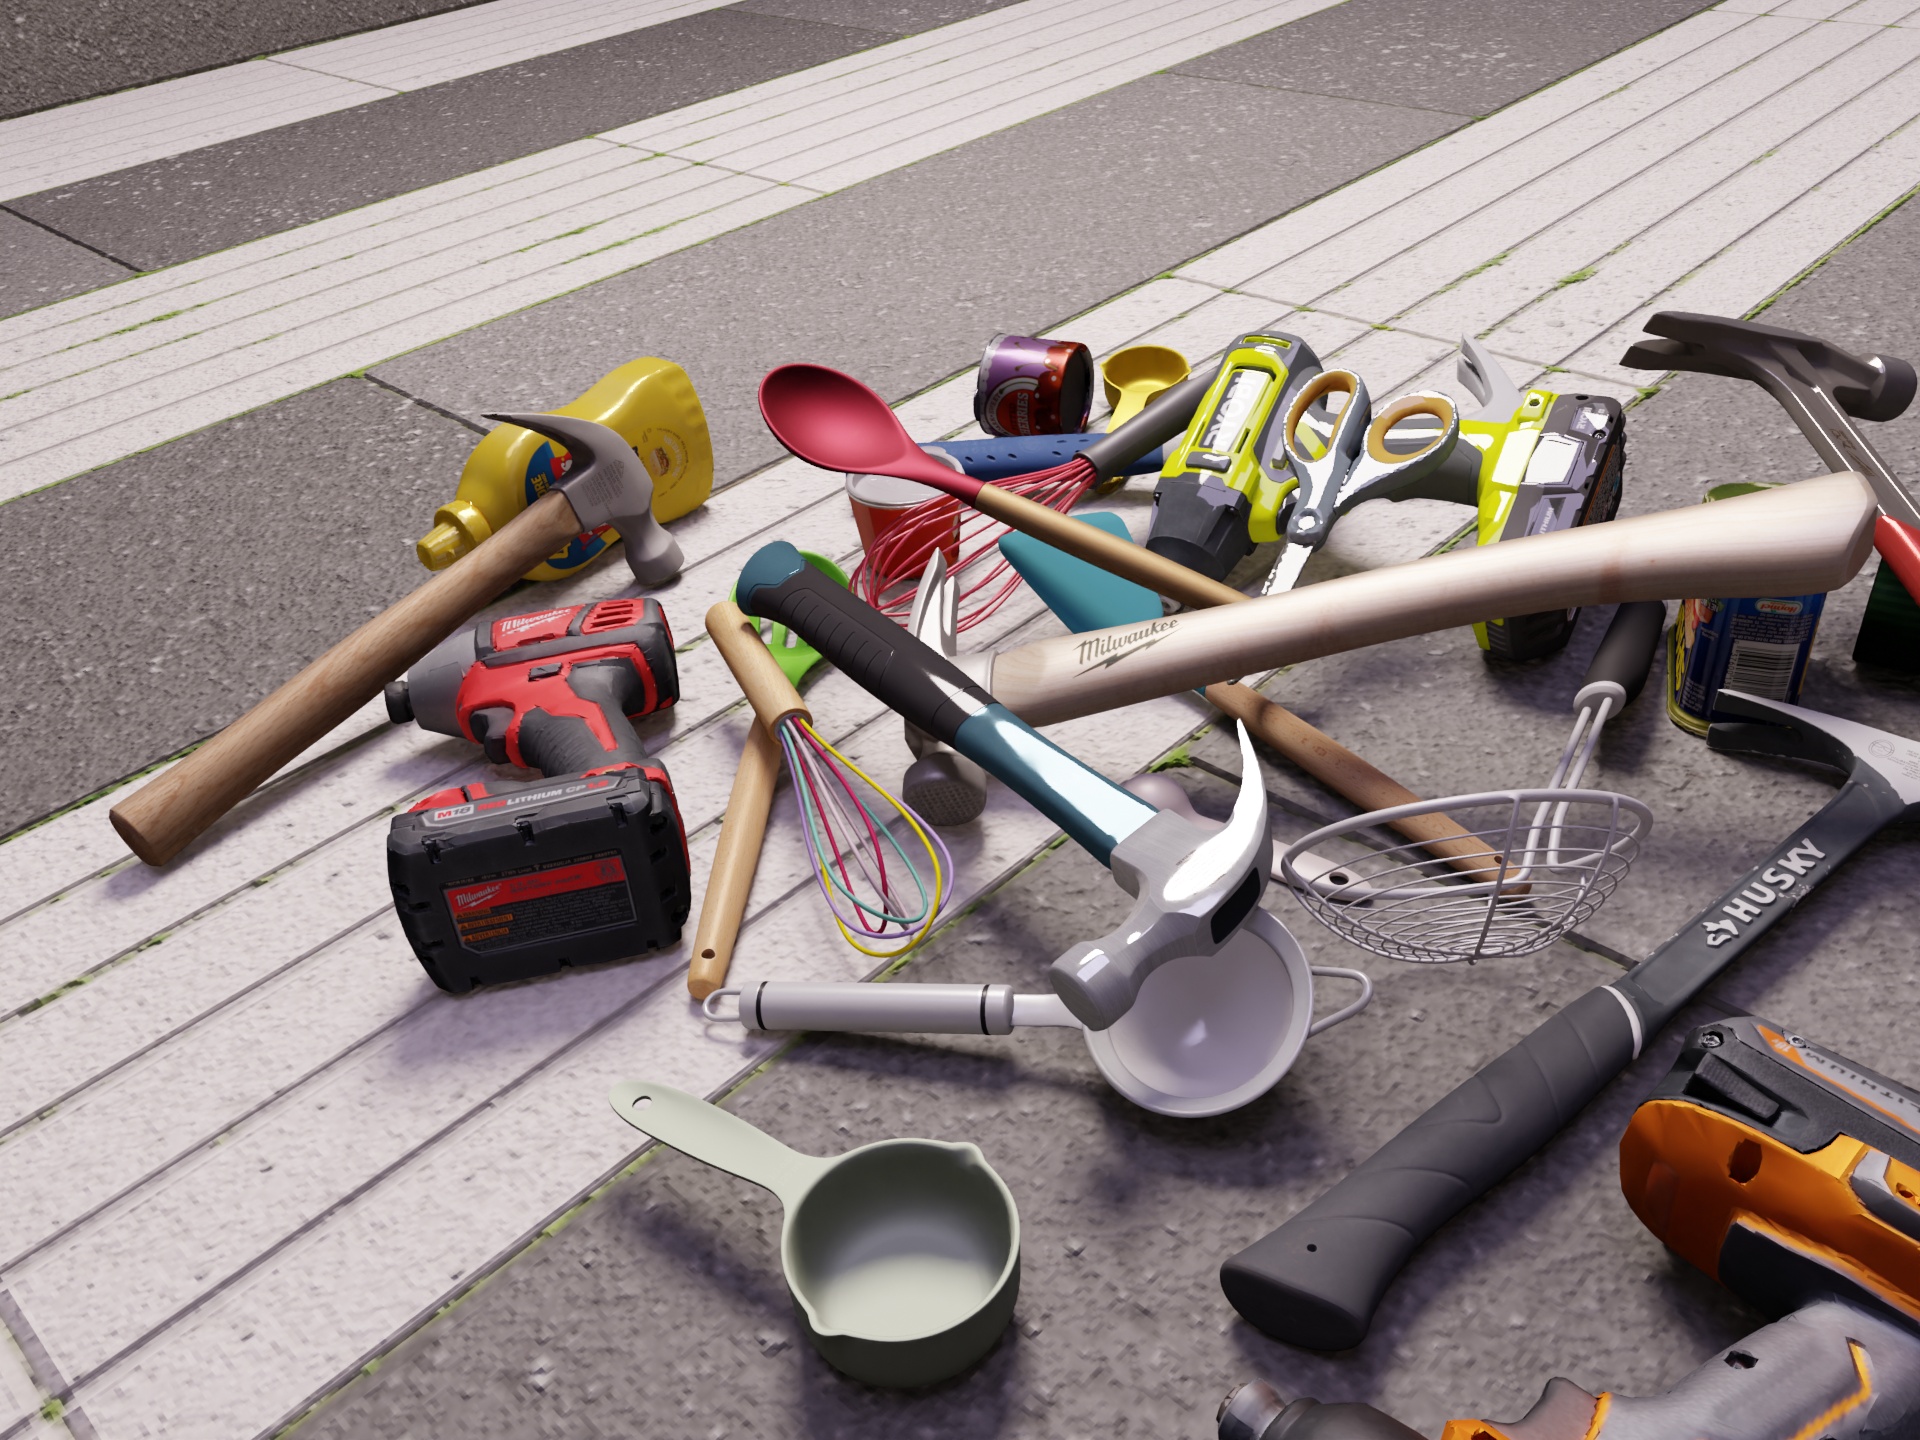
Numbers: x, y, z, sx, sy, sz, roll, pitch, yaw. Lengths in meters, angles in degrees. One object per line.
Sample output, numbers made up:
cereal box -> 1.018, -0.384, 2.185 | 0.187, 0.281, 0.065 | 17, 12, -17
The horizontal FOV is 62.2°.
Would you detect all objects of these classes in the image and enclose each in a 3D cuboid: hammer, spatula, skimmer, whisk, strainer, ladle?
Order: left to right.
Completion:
hammer -> -0.286, -0.047, 0.817 | 0.031, 0.130, 0.331 | 8, 44, 43
whisk -> -0.071, 0.018, 0.713 | 0.051, 0.047, 0.245 | 1, 34, -32
hammer -> -0.001, -0.002, 0.676 | 0.128, 0.033, 0.331 | -34, 44, -20
strainer -> 0.023, 0.109, 0.600 | 0.258, 0.050, 0.087 | -2, 56, 15
ladle -> 0.034, -0.105, 0.803 | 0.315, 0.031, 0.069 | 26, 51, 15
whisk -> 0.057, -0.129, 0.884 | 0.296, 0.073, 0.073 | -36, 45, -25
hammer -> 0.133, -0.165, 0.958 | 0.405, 0.035, 0.144 | -2, 50, 8
spatula -> 0.139, -0.013, 0.748 | 0.082, 0.044, 0.318 | -17, 38, -32
hammer -> 0.170, -0.054, 0.699 | 0.410, 0.038, 0.146 | -11, 51, 16
skimmer -> 0.244, -0.007, 0.665 | 0.127, 0.090, 0.363 | -22, 12, 39
hammer -> 0.251, 0.098, 0.589 | 0.409, 0.036, 0.149 | -27, 40, -28
hammer -> 0.408, -0.048, 0.656 | 0.149, 0.036, 0.359 | 5, 47, -16

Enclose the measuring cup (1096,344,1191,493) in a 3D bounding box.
measuring cup -> 0.109, -0.188, 1.028 | 0.062, 0.029, 0.157 | 8, 49, 16

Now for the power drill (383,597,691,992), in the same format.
power drill -> -0.197, 0.019, 0.729 | 0.143, 0.078, 0.220 | -11, 33, -8

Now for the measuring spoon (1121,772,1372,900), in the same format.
measuring spoon -> 0.121, 0.048, 0.689 | 0.124, 0.018, 0.034 | 22, 43, 32

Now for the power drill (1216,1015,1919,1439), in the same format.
power drill -> 0.190, 0.184, 0.438 | 0.226, 0.084, 0.164 | -34, 44, -29

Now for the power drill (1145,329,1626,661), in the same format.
power drill -> 0.215, -0.113, 0.834 | 0.223, 0.080, 0.171 | 16, 68, 30

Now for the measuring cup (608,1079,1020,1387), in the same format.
measuring cup -> -0.055, 0.165, 0.535 | 0.168, 0.038, 0.083 | 17, 41, 31

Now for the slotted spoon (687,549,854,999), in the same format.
slotted spoon -> -0.096, 0.013, 0.762 | 0.070, 0.031, 0.314 | 5, 38, 0
